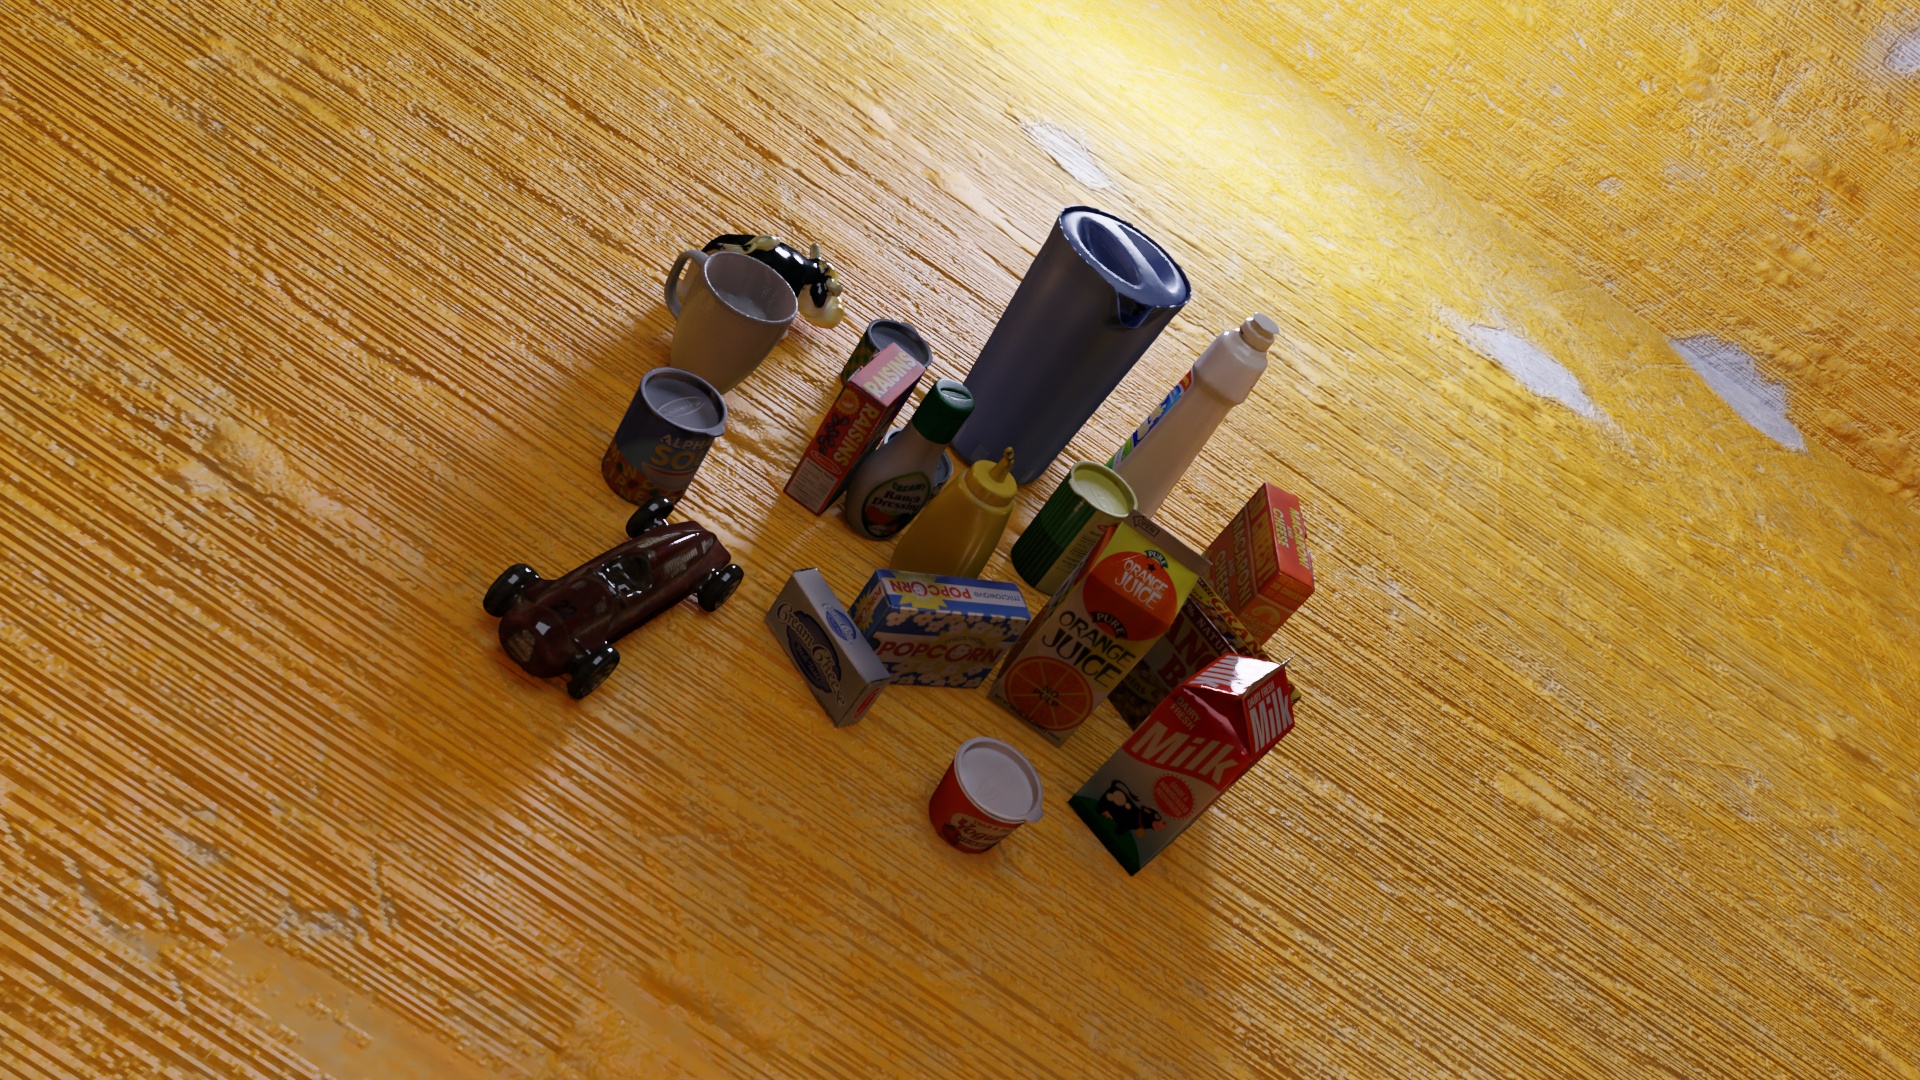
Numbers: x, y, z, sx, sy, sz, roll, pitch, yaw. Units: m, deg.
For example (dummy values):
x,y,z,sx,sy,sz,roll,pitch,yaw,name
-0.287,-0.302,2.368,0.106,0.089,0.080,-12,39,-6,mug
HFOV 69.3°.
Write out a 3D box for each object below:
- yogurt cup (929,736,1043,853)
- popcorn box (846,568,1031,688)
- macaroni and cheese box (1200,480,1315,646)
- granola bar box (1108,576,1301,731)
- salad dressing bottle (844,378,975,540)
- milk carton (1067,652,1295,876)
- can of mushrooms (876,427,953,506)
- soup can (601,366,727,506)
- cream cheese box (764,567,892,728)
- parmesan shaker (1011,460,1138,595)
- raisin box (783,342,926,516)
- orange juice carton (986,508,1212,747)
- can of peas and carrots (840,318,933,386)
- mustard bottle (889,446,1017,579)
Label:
x,y,z,sx,sy,sz,roll,pitch,yaw,name
0.014,0.176,0.945,0.072,0.053,0.073,23,37,-18,yogurt cup
-0.022,0.066,1.014,0.127,0.084,0.038,7,44,-35,popcorn box
0.229,0.049,1.175,0.040,0.165,0.124,26,36,-14,macaroni and cheese box
0.174,0.100,1.106,0.039,0.123,0.166,-11,56,-46,granola bar box
-0.040,-0.063,1.095,0.064,0.147,0.044,9,43,-33,salad dressing bottle
0.166,0.148,0.986,0.073,0.189,0.072,48,36,16,milk carton
-0.043,-0.061,1.189,0.071,0.033,0.071,23,37,-18,can of mushrooms
-0.215,-0.072,1.013,0.071,0.083,0.072,23,37,-18,soup can
-0.094,0.074,0.972,0.024,0.053,0.104,-11,56,-46,cream cheese box
0.093,-0.010,1.183,0.071,0.102,0.072,23,37,-18,parmesan shaker
-0.085,-0.089,1.108,0.040,0.122,0.086,37,35,1,raisin box
0.104,0.060,1.035,0.072,0.191,0.073,35,35,-2,orange juice carton
-0.067,-0.159,1.260,0.071,0.058,0.071,23,37,-18,can of peas and carrots
0.004,-0.013,1.063,0.065,0.159,0.049,46,36,14,mustard bottle
